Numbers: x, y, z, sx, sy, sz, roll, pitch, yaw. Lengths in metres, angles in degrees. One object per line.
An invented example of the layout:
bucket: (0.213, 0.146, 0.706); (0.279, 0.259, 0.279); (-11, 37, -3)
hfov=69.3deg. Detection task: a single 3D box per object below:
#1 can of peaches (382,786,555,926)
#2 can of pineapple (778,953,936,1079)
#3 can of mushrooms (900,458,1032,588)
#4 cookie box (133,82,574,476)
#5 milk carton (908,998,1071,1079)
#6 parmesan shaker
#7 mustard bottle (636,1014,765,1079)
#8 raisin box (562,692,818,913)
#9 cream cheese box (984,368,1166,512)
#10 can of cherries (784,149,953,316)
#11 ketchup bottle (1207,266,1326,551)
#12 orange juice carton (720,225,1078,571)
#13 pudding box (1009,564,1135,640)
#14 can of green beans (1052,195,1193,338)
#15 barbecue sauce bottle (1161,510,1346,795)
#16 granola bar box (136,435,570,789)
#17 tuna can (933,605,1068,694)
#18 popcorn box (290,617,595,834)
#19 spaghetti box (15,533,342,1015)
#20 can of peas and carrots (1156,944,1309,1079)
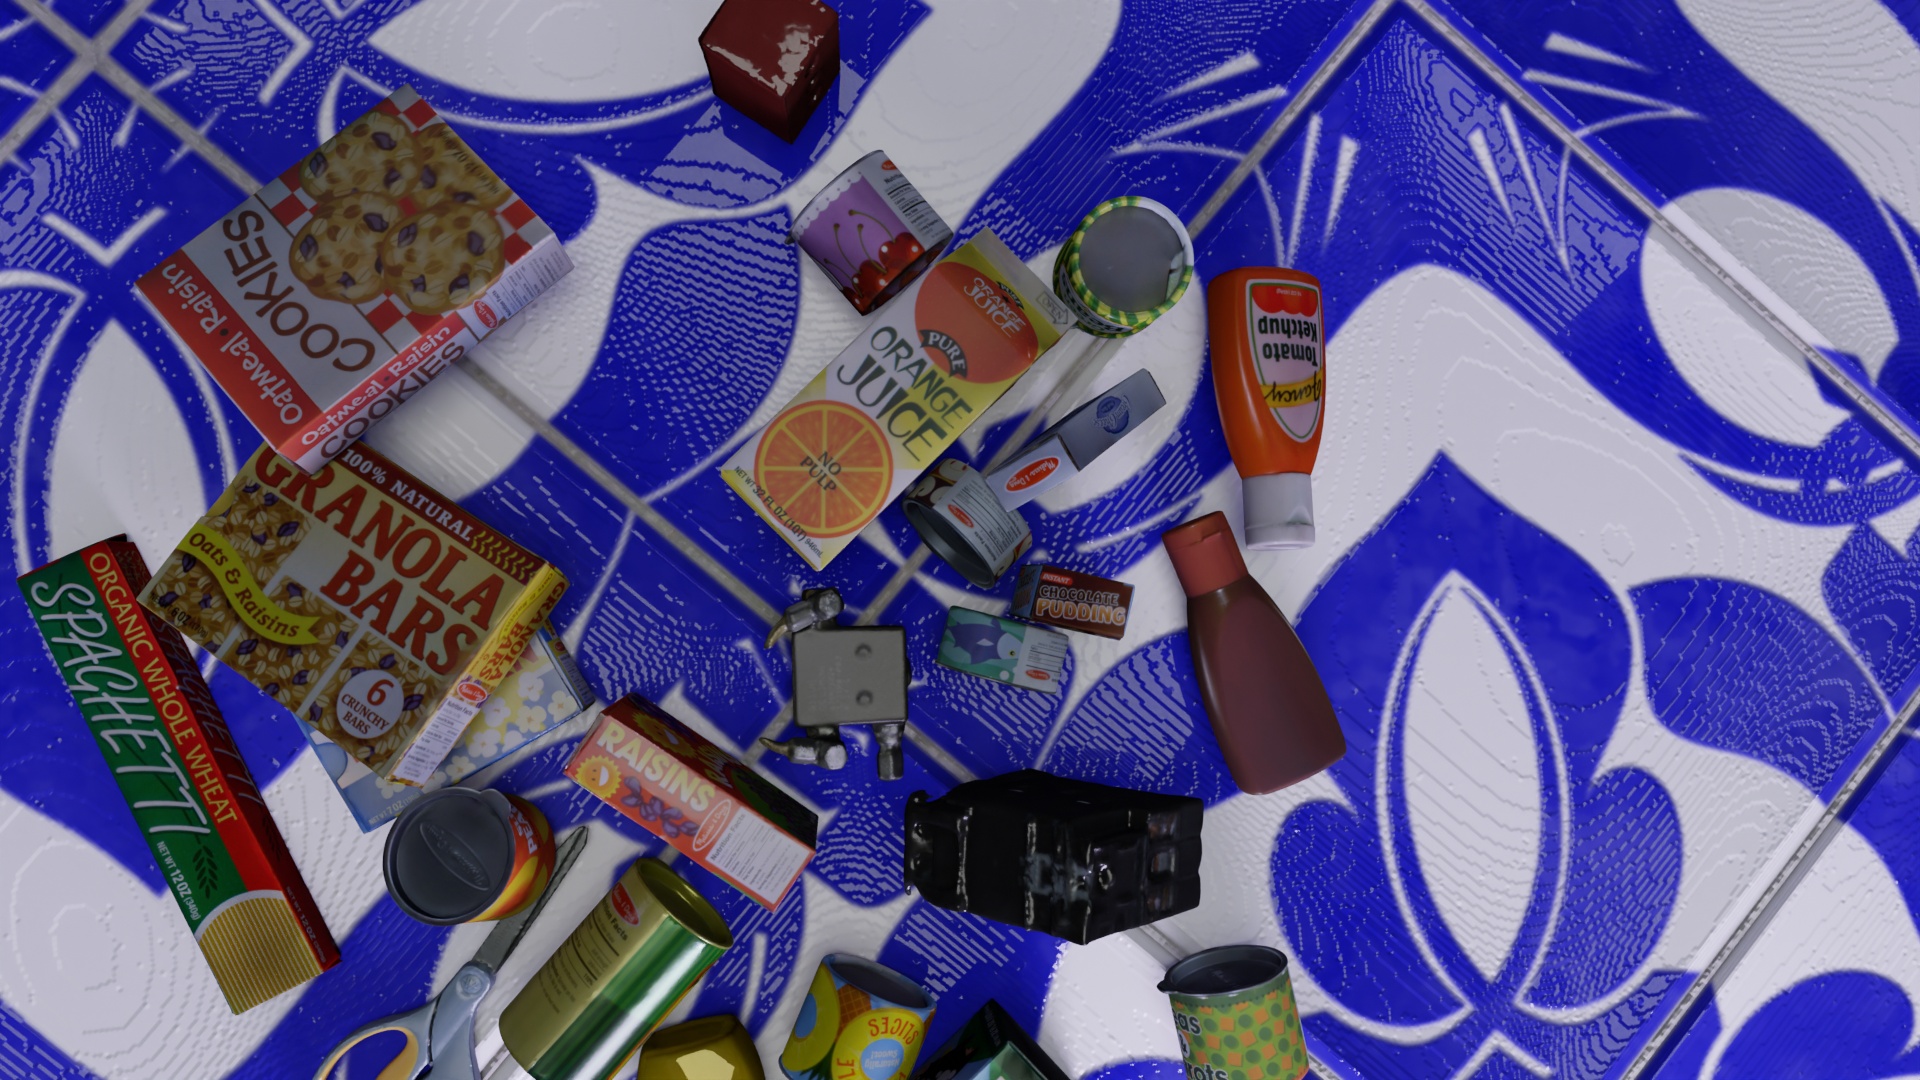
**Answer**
can of peaches: (-0.244, 0.157, 0.699); (0.071, 0.058, 0.071); (-1, 76, 4)
can of pineapple: (-0.052, 0.254, 0.716); (0.071, 0.071, 0.058); (23, 87, -4)
can of mushrooms: (0.003, -0.009, 0.729); (0.071, 0.071, 0.033); (44, 76, -3)
cookie box: (-0.300, -0.131, 0.692); (0.168, 0.040, 0.123); (-42, 76, -11)
milk carton: (-0.025, 0.337, 0.715); (0.191, 0.072, 0.073); (-42, 93, -6)
parmesan shaker: (-0.176, 0.222, 0.708); (0.071, 0.071, 0.103); (42, 86, -3)
mustard bottle: (-0.123, 0.331, 0.718); (0.065, 0.049, 0.160); (-13, 90, -3)
raisin box: (-0.132, 0.129, 0.703); (0.123, 0.086, 0.040); (34, 88, -4)
cream cheese box: (0.060, -0.053, 0.713); (0.024, 0.053, 0.104); (58, 41, -4)
can of cherries: (-0.048, -0.159, 0.728); (0.071, 0.071, 0.058); (-42, 94, -4)
ketchup bottle: (0.167, -0.070, 0.746); (0.065, 0.043, 0.149); (2, 82, -27)
orange juice carton: (-0.030, -0.075, 0.723); (0.193, 0.073, 0.072); (-44, 93, -5)
pudding box: (0.057, 0.031, 0.723); (0.050, 0.083, 0.030); (13, 88, -4)
can of green beans: (0.086, -0.145, 0.742); (0.071, 0.058, 0.071); (0, 89, -5)
barbecue sauce bottle: (0.153, 0.058, 0.752); (0.065, 0.043, 0.148); (-22, 90, -15)
granola bar box: (-0.297, 0.024, 0.682); (0.166, 0.039, 0.124); (31, 77, 13)
tuna can: (0.020, 0.057, 0.730); (0.071, 0.071, 0.033); (15, 87, -5)
popcorn box: (-0.266, 0.080, 0.716); (0.127, 0.038, 0.085); (-30, 92, -5)
spaghetti box: (-0.397, 0.118, 0.708); (0.050, 0.028, 0.250); (-26, 91, -6)
can of peas and carrots: (0.144, 0.255, 0.735); (0.071, 0.071, 0.058); (-13, 91, -5)
